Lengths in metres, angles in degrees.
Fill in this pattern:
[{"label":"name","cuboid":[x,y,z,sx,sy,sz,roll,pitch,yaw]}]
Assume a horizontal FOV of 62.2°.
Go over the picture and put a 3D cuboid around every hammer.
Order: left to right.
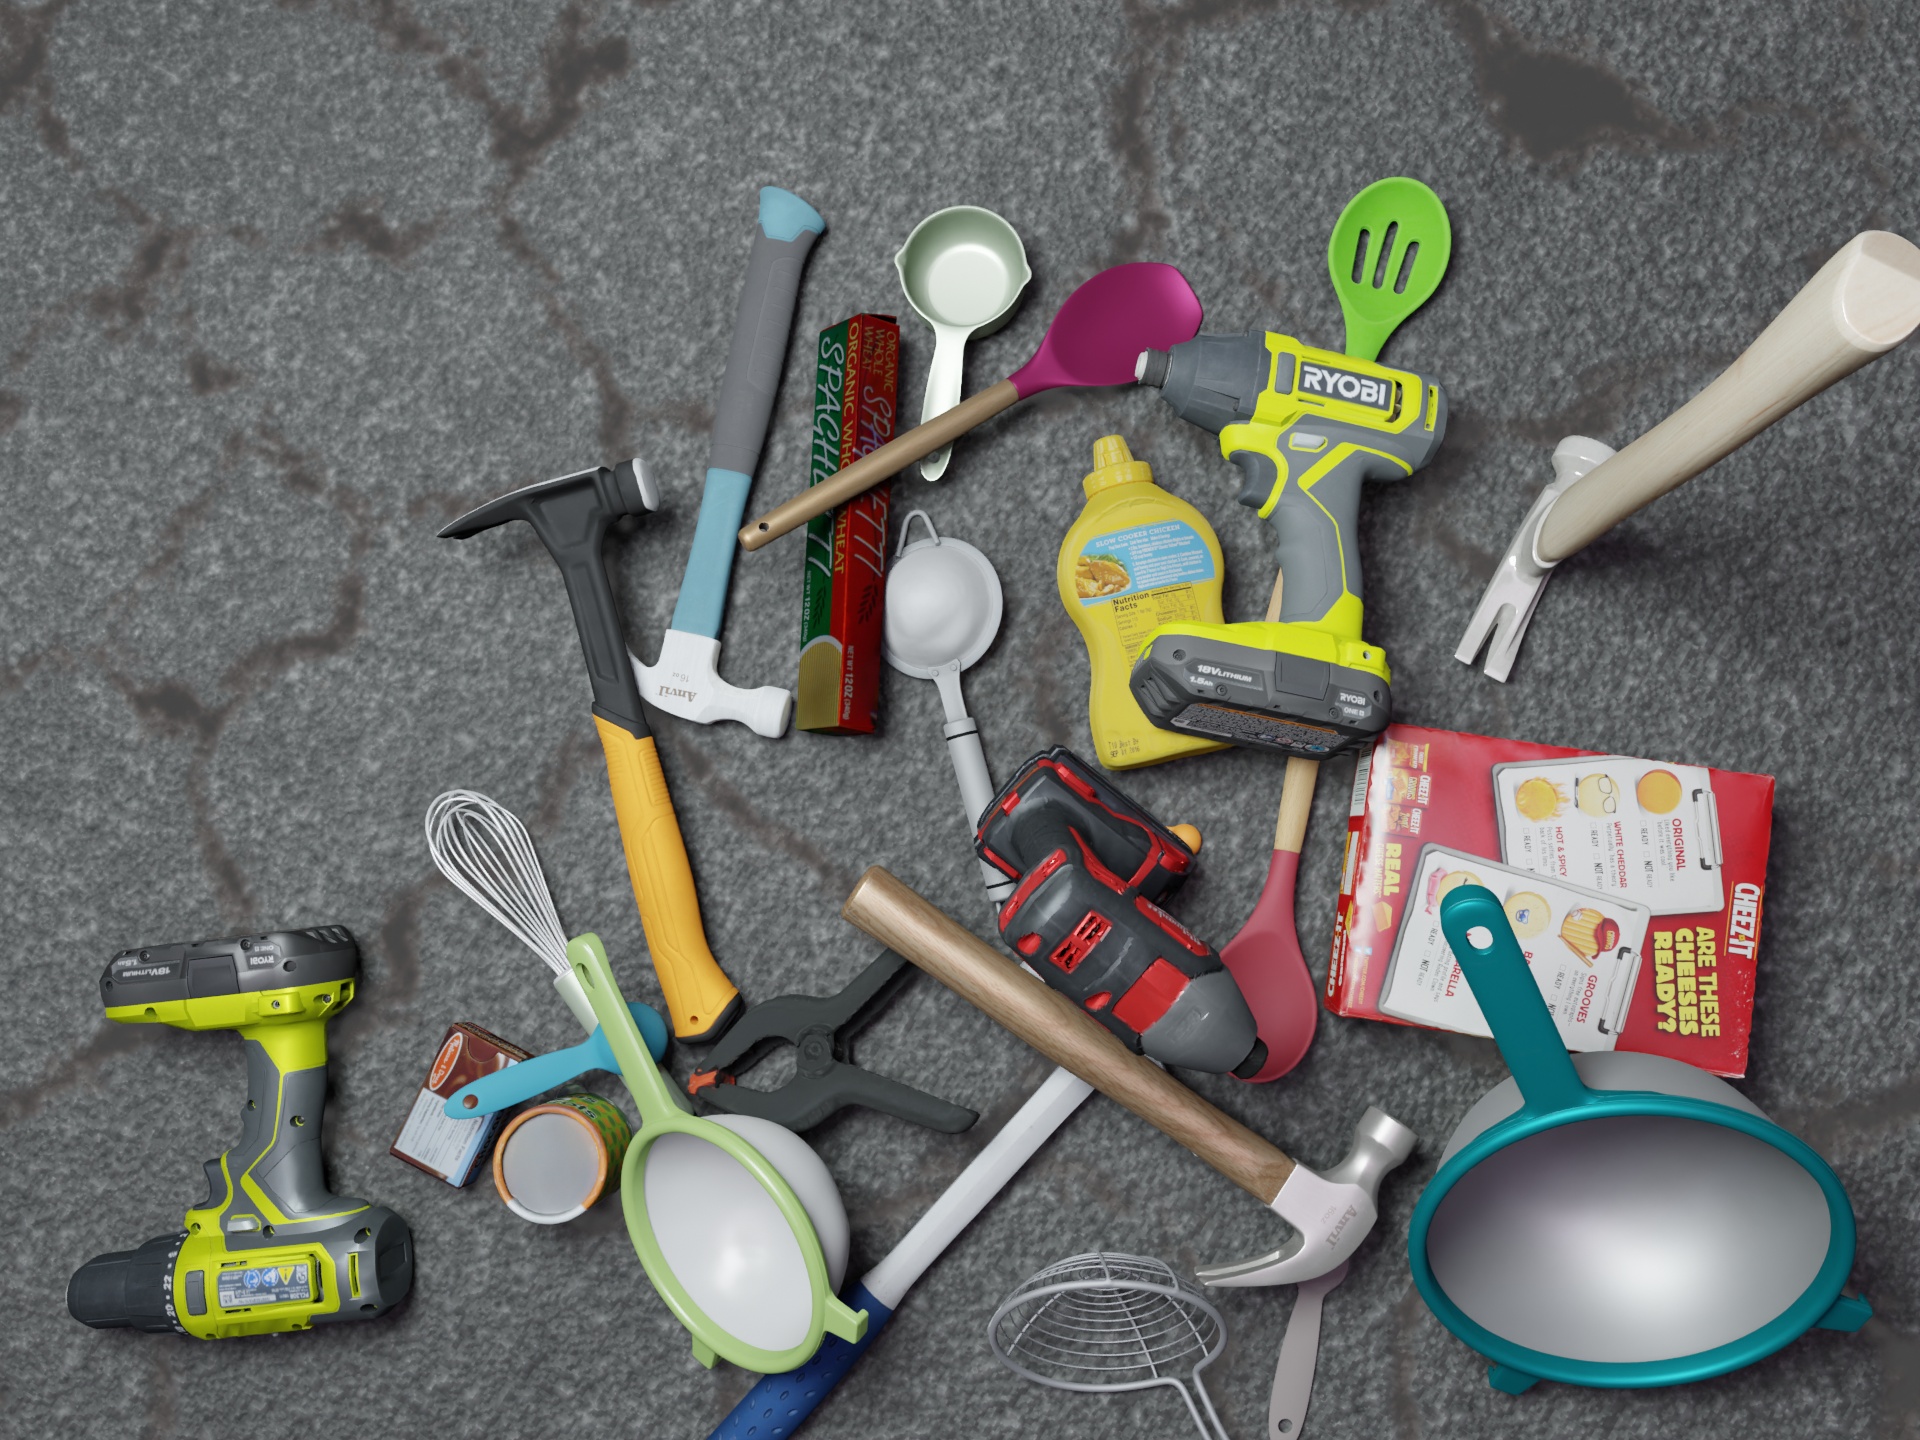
[{"label":"hammer","cuboid":[-0.199,0.025,0.925,0.127,0.034,0.337,-15,91,8]},{"label":"hammer","cuboid":[-0.135,-0.162,0.965,0.128,0.033,0.331,11,84,5]},{"label":"hammer","cuboid":[-0.036,0.321,0.900,0.144,0.035,0.405,43,88,8]},{"label":"hammer","cuboid":[0.077,0.188,0.867,0.331,0.031,0.130,34,84,3]},{"label":"hammer","cuboid":[0.318,-0.111,0.731,0.038,0.410,0.146,28,87,7]}]

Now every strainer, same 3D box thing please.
[{"label":"strainer","cuboid":[-0.135,0.225,0.873,0.151,0.069,0.256,-30,86,41]},{"label":"strainer","cuboid":[-0.001,-0.003,0.934,0.087,0.050,0.258,-17,86,18]},{"label":"strainer","cuboid":[0.309,0.194,0.805,0.211,0.095,0.340,-21,115,21]}]

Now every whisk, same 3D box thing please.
[{"label":"whisk","cuboid":[-0.233,0.141,0.935,0.058,0.059,0.246,-40,85,36]}]

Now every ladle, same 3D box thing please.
[{"label":"ladle","cuboid":[0.192,0.050,0.918,0.069,0.031,0.315,12,83,1]}]

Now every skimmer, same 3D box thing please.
[{"label":"skimmer","cuboid":[0.150,0.440,0.844,0.127,0.090,0.363,-35,84,30]}]

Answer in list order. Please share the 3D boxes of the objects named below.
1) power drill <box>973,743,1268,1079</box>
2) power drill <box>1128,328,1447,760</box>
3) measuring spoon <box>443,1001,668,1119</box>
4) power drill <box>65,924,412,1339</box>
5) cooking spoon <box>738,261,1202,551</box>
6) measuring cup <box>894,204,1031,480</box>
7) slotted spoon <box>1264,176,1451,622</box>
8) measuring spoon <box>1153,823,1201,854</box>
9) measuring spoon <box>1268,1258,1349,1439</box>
[{"label":"power drill","cuboid":[0.080,0.099,0.812,0.143,0.220,0.078,38,99,-12]},{"label":"power drill","cuboid":[0.168,-0.102,0.871,0.171,0.080,0.223,12,74,-5]},{"label":"measuring spoon","cuboid":[-0.225,0.195,0.891,0.128,0.021,0.042,-19,85,-19]},{"label":"power drill","cuboid":[-0.427,0.241,0.922,0.190,0.080,0.228,-7,86,4]},{"label":"cooking spoon","cuboid":[0.009,-0.181,0.929,0.319,0.017,0.069,-32,90,-15]},{"label":"measuring cup","cuboid":[-0.004,-0.224,0.960,0.083,0.038,0.167,8,87,5]},{"label":"slotted spoon","cuboid":[0.220,-0.167,0.940,0.070,0.031,0.314,17,87,4]},{"label":"measuring spoon","cuboid":[0.084,0.060,0.932,0.117,0.011,0.021,12,85,6]},{"label":"measuring spoon","cuboid":[0.192,0.348,0.888,0.034,0.018,0.124,12,85,6]}]
